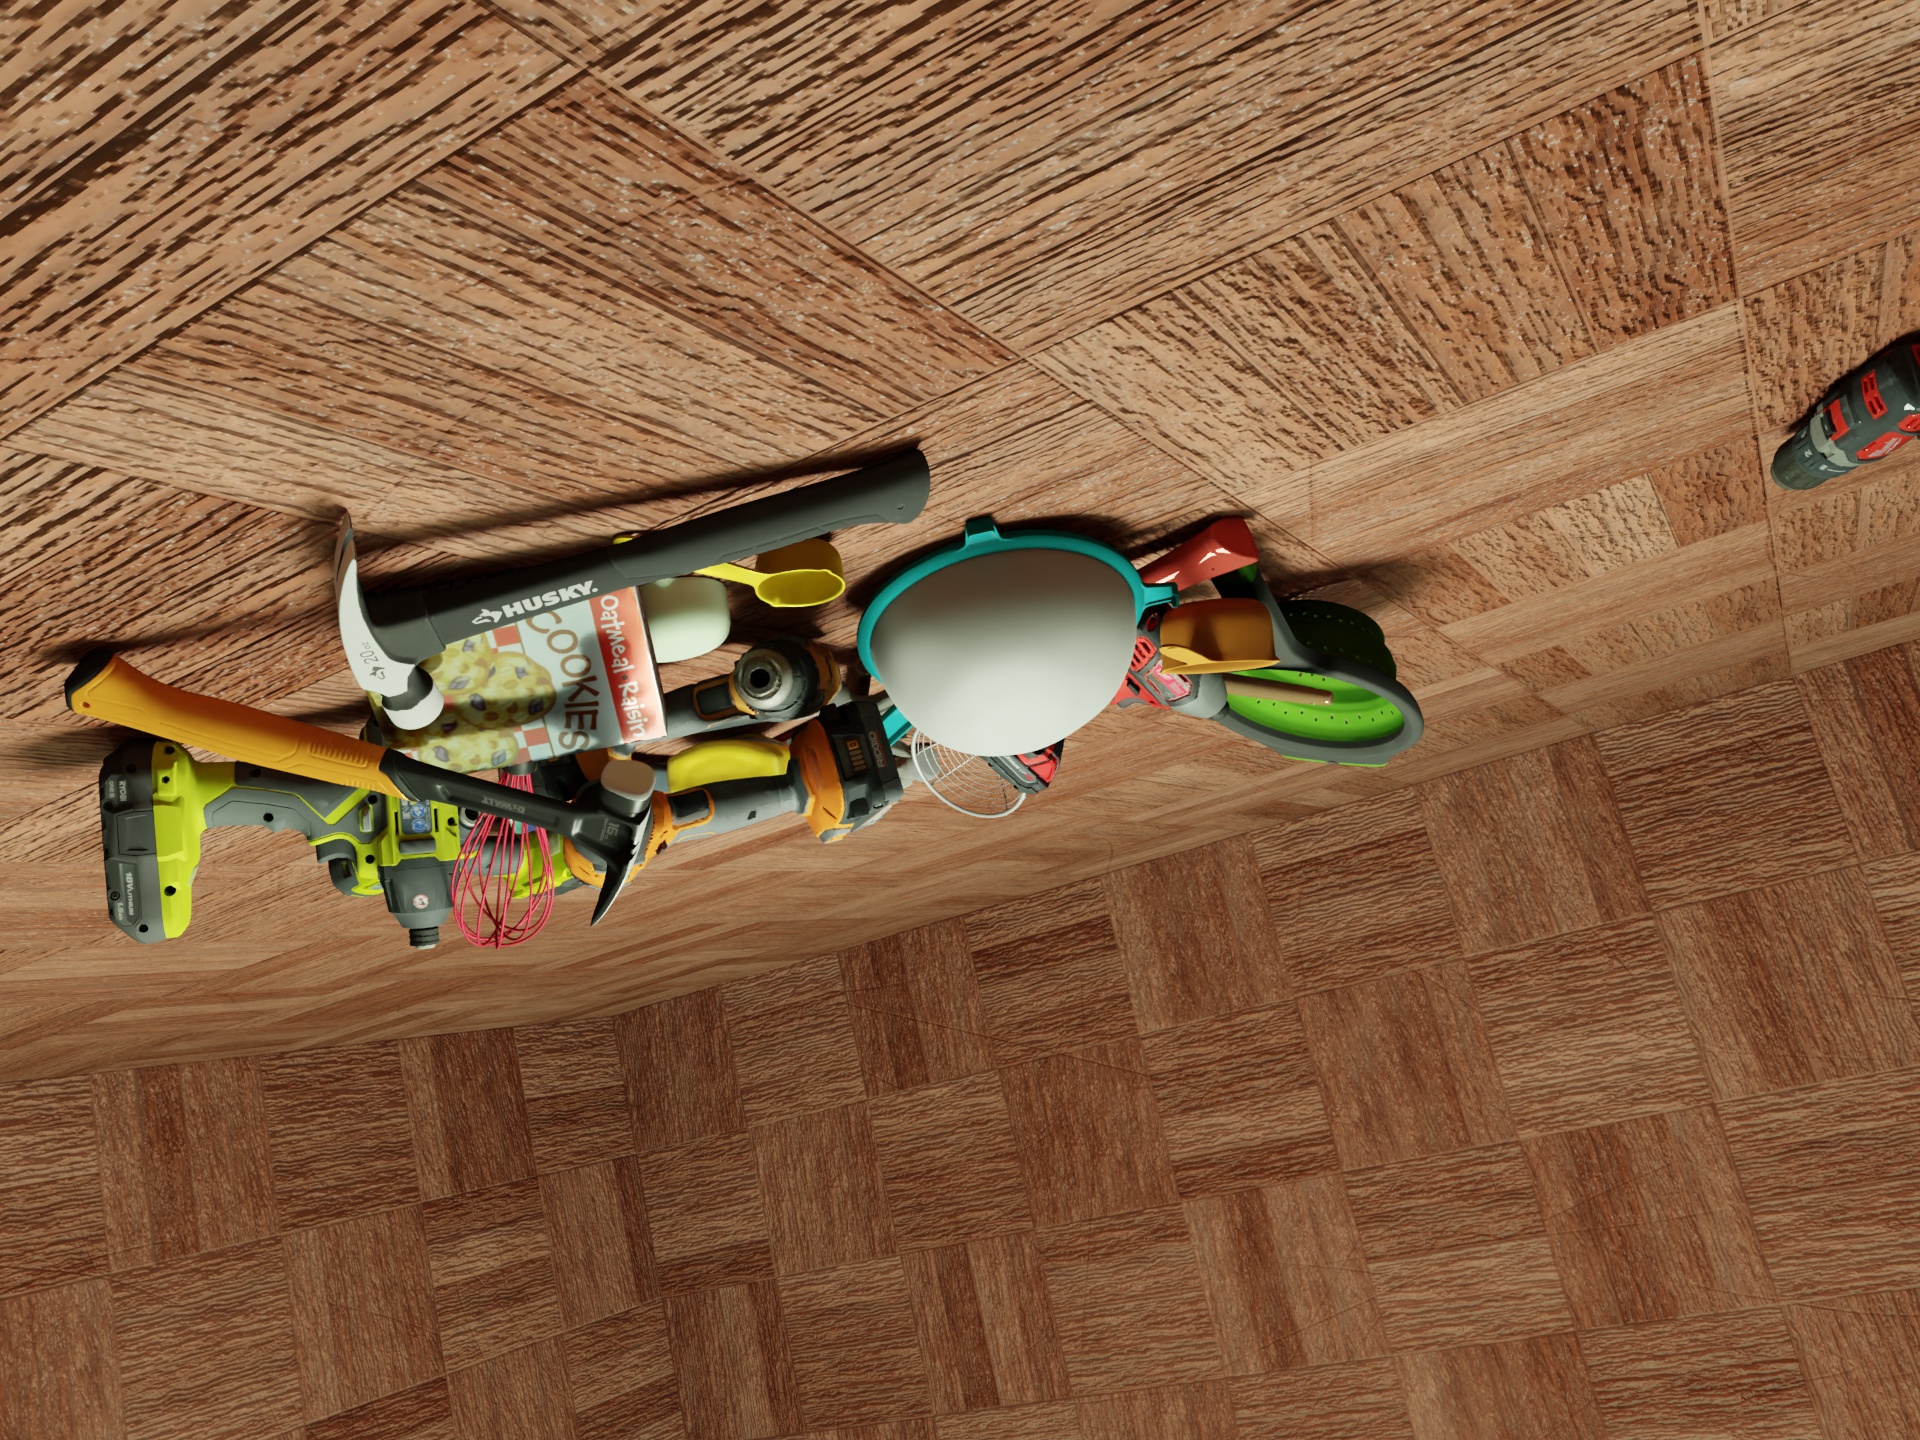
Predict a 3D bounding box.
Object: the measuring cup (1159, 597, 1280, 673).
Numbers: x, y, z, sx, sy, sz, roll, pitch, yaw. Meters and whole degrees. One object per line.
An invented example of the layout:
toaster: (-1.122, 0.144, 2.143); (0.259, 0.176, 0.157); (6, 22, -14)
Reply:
measuring cup: (0.179, -0.068, 1.188); (0.095, 0.052, 0.173); (-5, 174, 25)

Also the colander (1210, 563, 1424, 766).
colander: (0.288, -0.080, 1.372); (0.204, 0.094, 0.396); (5, 158, 29)

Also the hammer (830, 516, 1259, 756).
hammer: (0.063, -0.063, 1.231); (0.359, 0.037, 0.149); (-23, 154, 21)

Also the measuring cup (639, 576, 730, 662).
measuring cup: (-0.232, -0.054, 1.041); (0.167, 0.038, 0.083); (-13, 168, -9)

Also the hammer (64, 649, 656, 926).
hammer: (-0.356, 0.031, 0.949); (0.336, 0.034, 0.127); (17, 131, -9)

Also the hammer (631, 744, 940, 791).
hammer: (-0.200, 0.060, 1.580); (0.143, 0.038, 0.386); (-22, 165, 40)

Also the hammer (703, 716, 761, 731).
hammer: (-0.319, 0.016, 1.273); (0.409, 0.036, 0.149); (-9, 168, -18)

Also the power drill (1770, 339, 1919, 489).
power drill: (0.747, -0.232, 1.194); (0.226, 0.080, 0.187); (-9, 167, -5)

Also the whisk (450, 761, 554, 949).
whisk: (-0.300, 0.045, 1.070); (0.073, 0.073, 0.295); (-6, 129, -31)

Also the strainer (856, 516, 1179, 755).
strainer: (-0.002, -0.004, 1.170); (0.210, 0.095, 0.340); (14, 140, -36)

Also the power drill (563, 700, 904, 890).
power drill: (-0.160, 0.054, 1.094); (0.226, 0.084, 0.164); (-15, 170, -17)

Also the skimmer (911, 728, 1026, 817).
skimmer: (-0.025, 0.016, 1.445); (0.127, 0.090, 0.363); (20, 174, 18)

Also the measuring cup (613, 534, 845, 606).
measuring cup: (-0.141, -0.103, 0.978); (0.156, 0.029, 0.062); (12, 155, -36)

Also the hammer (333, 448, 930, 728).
hammer: (-0.177, -0.093, 0.881); (0.334, 0.035, 0.146); (-17, 146, -7)

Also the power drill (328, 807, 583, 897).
power drill: (-0.443, 0.115, 1.487); (0.190, 0.080, 0.228); (-22, 162, 35)

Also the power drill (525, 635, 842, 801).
power drill: (-0.202, -0.006, 1.134); (0.226, 0.084, 0.185); (-16, -179, 3)

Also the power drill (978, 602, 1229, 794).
power drill: (0.115, -0.021, 1.351); (0.219, 0.079, 0.143); (-24, 130, 35)

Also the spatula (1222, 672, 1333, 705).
spatula: (0.174, -0.031, 1.402); (0.318, 0.044, 0.082); (10, 178, 33)

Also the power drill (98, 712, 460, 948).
power drill: (-0.466, 0.083, 1.109); (0.223, 0.171, 0.080); (-4, -178, -19)

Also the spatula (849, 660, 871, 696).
spatula: (-0.094, 0.012, 1.409); (0.059, 0.018, 0.315); (-7, 161, -9)
